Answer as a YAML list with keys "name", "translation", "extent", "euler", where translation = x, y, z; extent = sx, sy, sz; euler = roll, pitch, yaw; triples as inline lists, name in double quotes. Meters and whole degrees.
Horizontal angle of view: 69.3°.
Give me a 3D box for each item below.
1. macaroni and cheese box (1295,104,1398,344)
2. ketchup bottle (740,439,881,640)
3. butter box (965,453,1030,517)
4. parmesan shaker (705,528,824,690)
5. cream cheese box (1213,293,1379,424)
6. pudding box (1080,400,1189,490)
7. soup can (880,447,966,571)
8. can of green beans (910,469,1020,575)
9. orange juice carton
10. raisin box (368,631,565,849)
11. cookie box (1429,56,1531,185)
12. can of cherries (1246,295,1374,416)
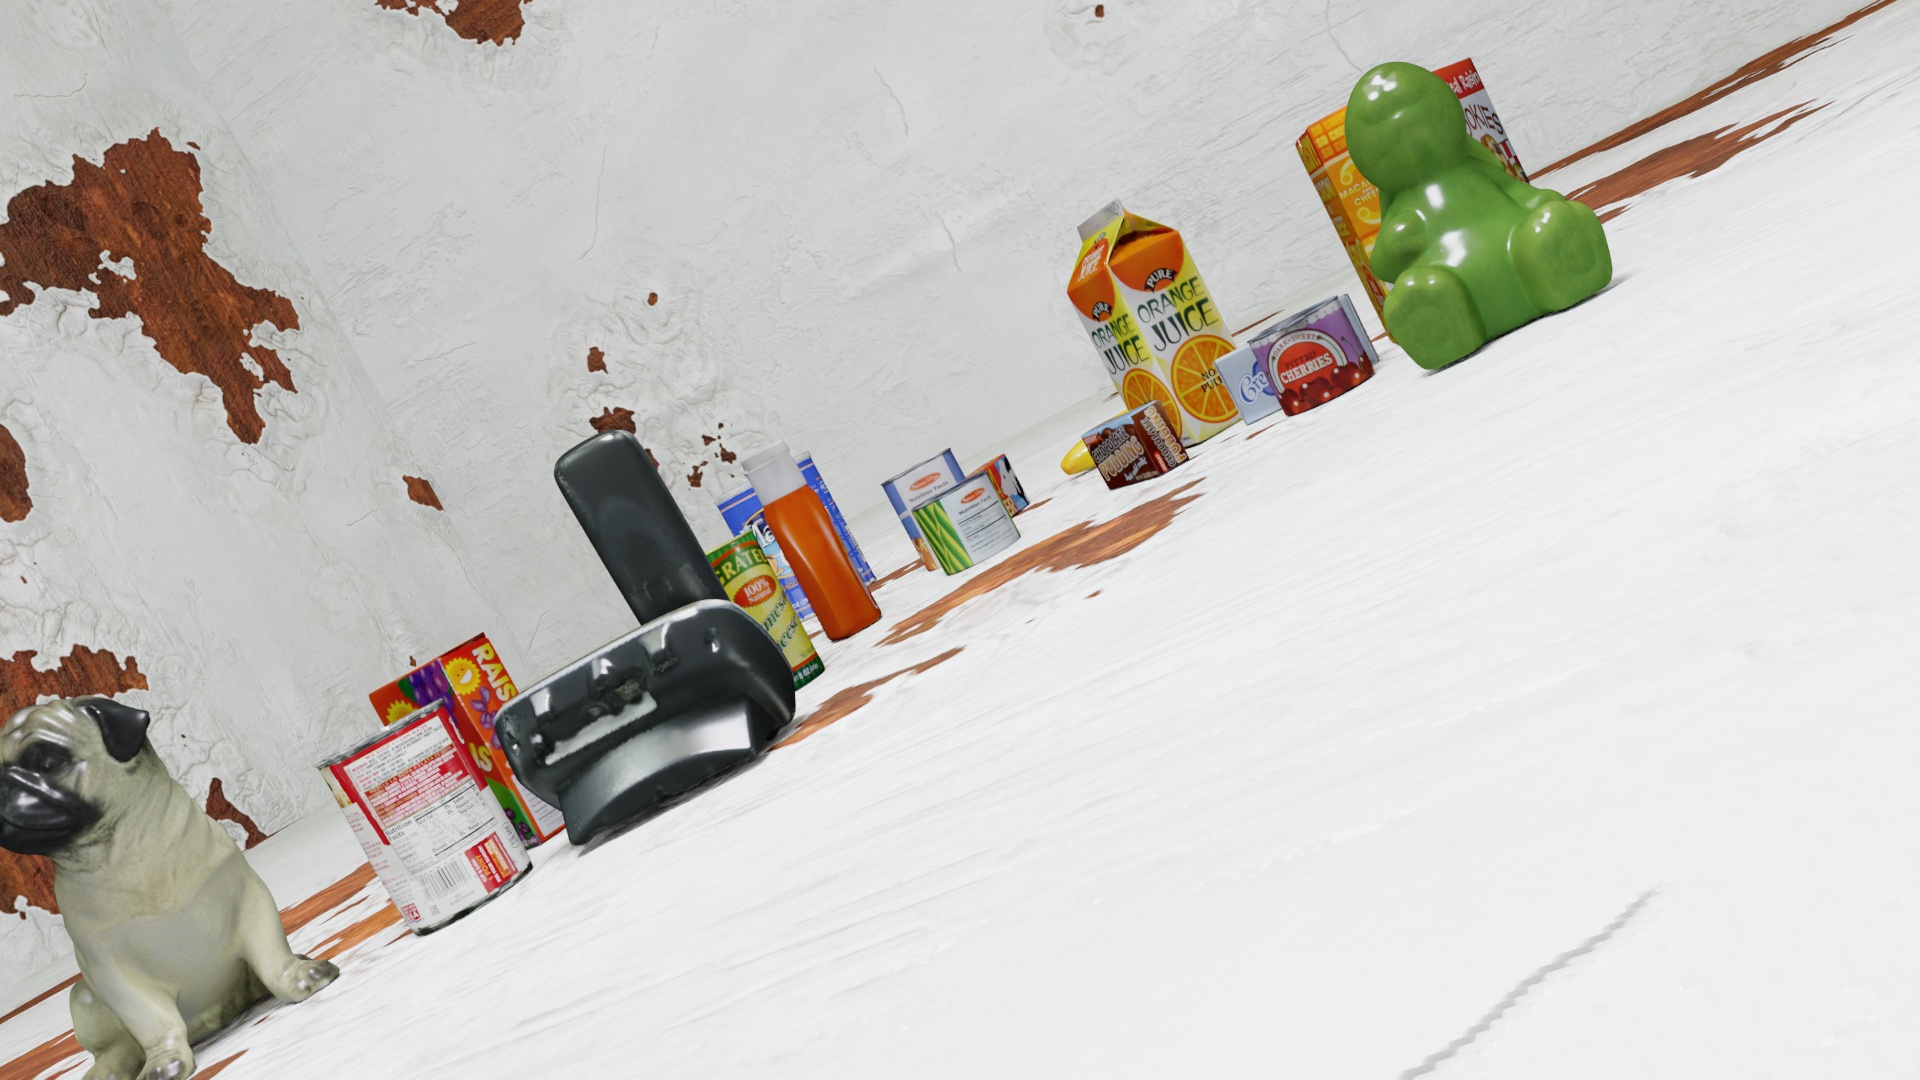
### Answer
- name: "macaroni and cheese box"
  translation: [0.290, -0.218, 0.976]
  extent: [0.040, 0.166, 0.124]
  euler: [-27, 5, 14]
- name: "ketchup bottle"
  translation: [-0.111, 0.000, 1.016]
  extent: [0.043, 0.148, 0.064]
  euler: [-29, 5, -13]
- name: "butter box"
  translation: [0.026, -0.039, 1.232]
  extent: [0.024, 0.053, 0.104]
  euler: [-26, 5, 27]
- name: "parmesan shaker"
  translation: [-0.137, 0.052, 0.891]
  extent: [0.071, 0.103, 0.071]
  euler: [-28, 5, 3]
- name: "cream cheese box"
  translation: [0.239, -0.128, 0.990]
  extent: [0.103, 0.053, 0.024]
  euler: [-26, 5, 20]
- name: "pudding box"
  translation: [0.126, -0.069, 1.012]
  extent: [0.030, 0.049, 0.083]
  euler: [-30, 5, -20]
- name: "soup can"
  translation: [-0.018, -0.026, 1.156]
  extent: [0.071, 0.083, 0.071]
  euler: [-28, 5, 3]
- name: "can of green beans"
  translation: [0.004, -0.013, 1.056]
  extent: [0.071, 0.058, 0.071]
  euler: [-28, 5, 3]
- name: "orange juice carton"
  translation: [0.149, -0.168, 1.074]
  extent: [0.073, 0.192, 0.071]
  euler: [-30, 5, -22]
- name: "raisin box"
  translation: [-0.287, 0.126, 0.825]
  extent: [0.086, 0.123, 0.040]
  euler: [-24, 6, 37]
- name: "cookie box"
  translation: [0.390, -0.280, 1.060]
  extent: [0.040, 0.167, 0.123]
  euler: [-24, 6, 40]
- name: "can of cherries"
  translation: [0.233, -0.122, 0.927]
  extent: [0.071, 0.058, 0.071]
  euler: [-28, 5, 3]
